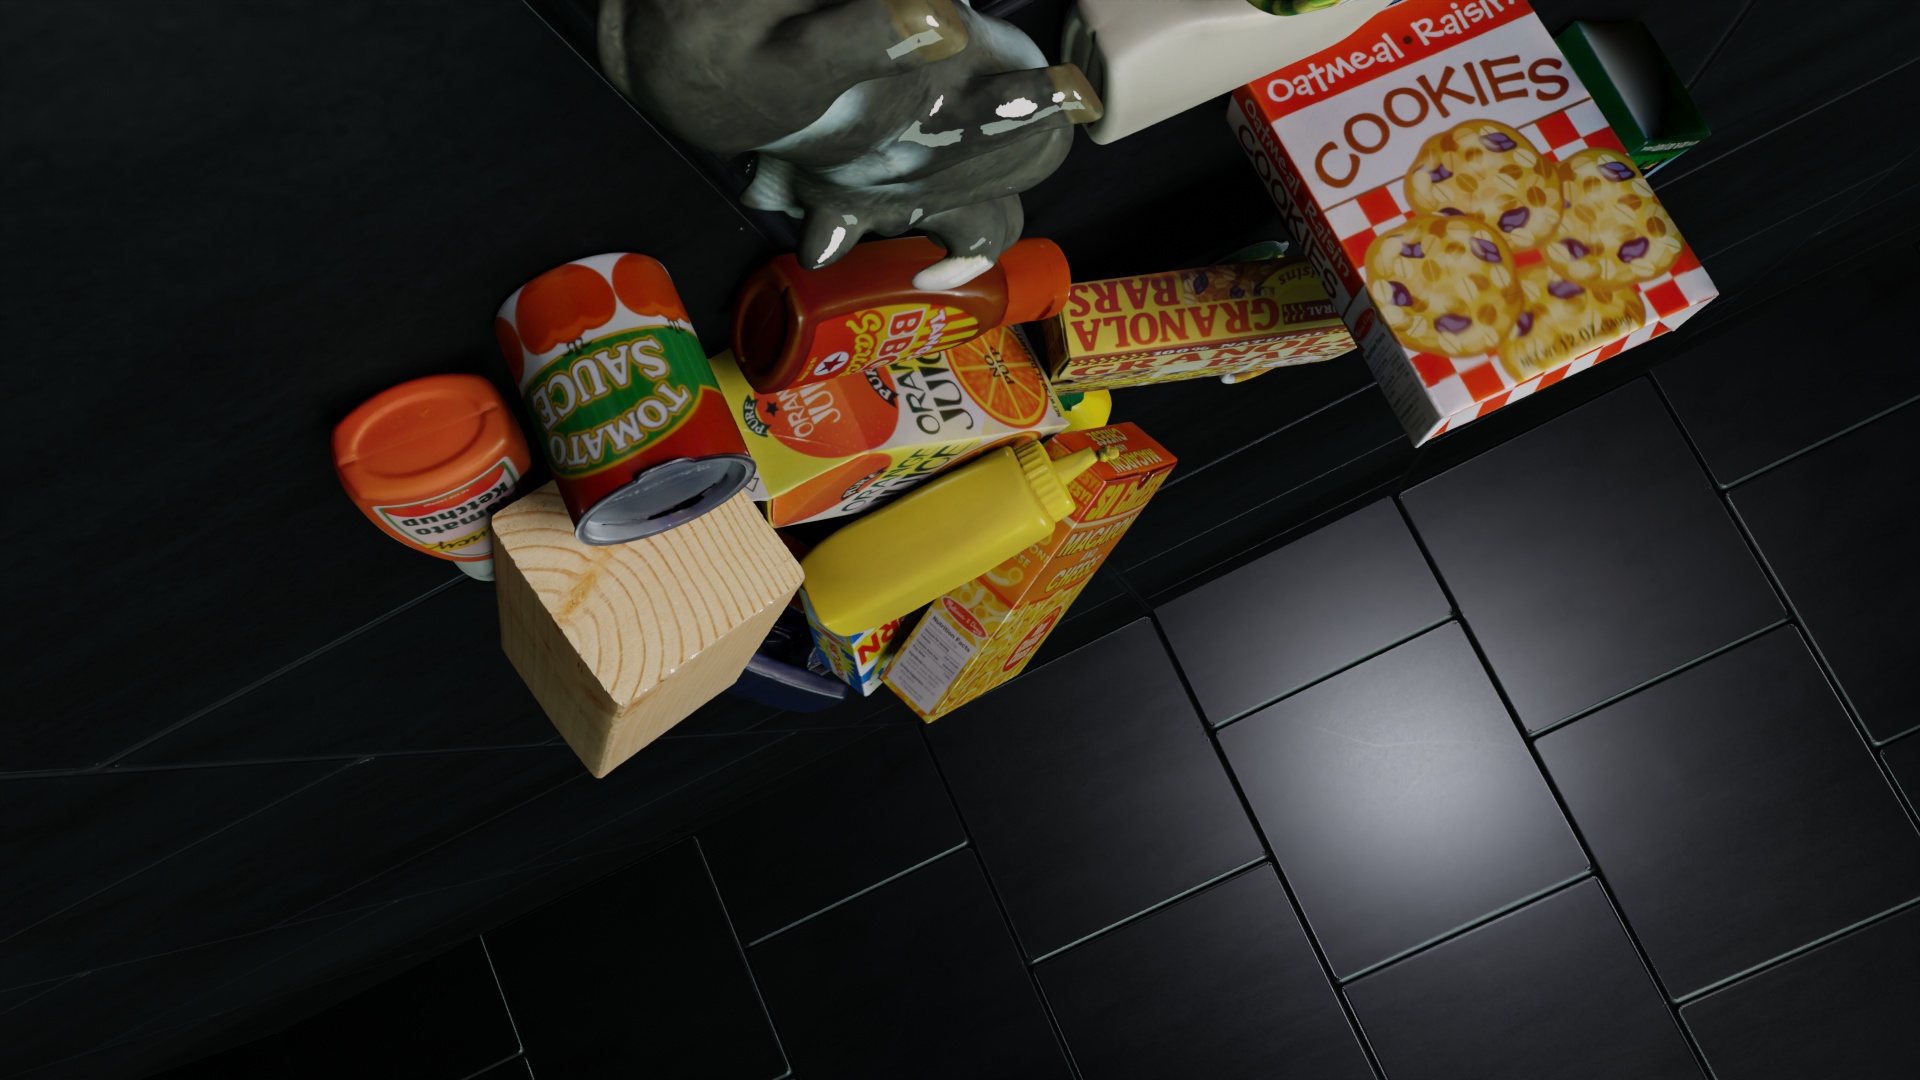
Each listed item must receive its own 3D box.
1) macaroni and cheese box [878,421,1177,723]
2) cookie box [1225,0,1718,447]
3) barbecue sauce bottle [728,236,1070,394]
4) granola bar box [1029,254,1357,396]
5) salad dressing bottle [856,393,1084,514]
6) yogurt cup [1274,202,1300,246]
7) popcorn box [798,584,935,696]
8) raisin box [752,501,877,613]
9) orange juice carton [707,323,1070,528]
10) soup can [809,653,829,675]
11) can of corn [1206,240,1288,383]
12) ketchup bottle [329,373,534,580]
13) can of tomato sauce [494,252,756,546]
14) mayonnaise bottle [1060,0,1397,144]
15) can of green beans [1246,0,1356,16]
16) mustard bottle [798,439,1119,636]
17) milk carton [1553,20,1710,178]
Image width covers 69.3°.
[{"bbox_3d":[0.041,0.015,0.757,0.166,0.040,0.124,-54,164,21],"label":"macaroni and cheese box"},{"bbox_3d":[0.201,-0.138,0.563,0.123,0.168,0.040,-24,166,-6],"label":"cookie box"},{"bbox_3d":[-0.020,-0.100,0.579,0.149,0.044,0.064,-18,163,-36],"label":"barbecue sauce bottle"},{"bbox_3d":[0.125,-0.108,0.704,0.166,0.039,0.124,-8,178,-3],"label":"granola bar box"},{"bbox_3d":[-0.003,-0.065,0.786,0.148,0.044,0.064,-25,162,-8],"label":"salad dressing bottle"},{"bbox_3d":[0.187,-0.170,0.662,0.072,0.072,0.053,-20,176,-26],"label":"yogurt cup"},{"bbox_3d":[-0.025,0.015,0.759,0.127,0.038,0.084,-42,153,-22],"label":"popcorn box"},{"bbox_3d":[-0.073,-0.003,0.806,0.124,0.086,0.040,-10,123,-52],"label":"raisin box"},{"bbox_3d":[-0.042,-0.059,0.647,0.072,0.072,0.193,-35,166,38],"label":"orange juice carton"},{"bbox_3d":[-0.132,0.061,0.983,0.071,0.084,0.071,-25,169,-5],"label":"soup can"},{"bbox_3d":[0.171,-0.133,0.808,0.071,0.058,0.071,-24,169,-5],"label":"can of corn"},{"bbox_3d":[-0.202,-0.019,0.560,0.065,0.043,0.148,-23,169,-14],"label":"ketchup bottle"},{"bbox_3d":[-0.119,-0.050,0.489,0.071,0.083,0.071,-24,169,-5],"label":"can of tomato sauce"},{"bbox_3d":[0.107,-0.185,0.470,0.148,0.041,0.064,-25,171,-6],"label":"mayonnaise bottle"},{"bbox_3d":[0.112,-0.188,0.396,0.058,0.071,0.071,-20,168,-21],"label":"can of green beans"},{"bbox_3d":[0.002,-0.008,0.661,0.160,0.049,0.065,-28,169,8],"label":"mustard bottle"},{"bbox_3d":[0.292,-0.192,0.760,0.072,0.073,0.189,-17,167,-36],"label":"milk carton"}]
